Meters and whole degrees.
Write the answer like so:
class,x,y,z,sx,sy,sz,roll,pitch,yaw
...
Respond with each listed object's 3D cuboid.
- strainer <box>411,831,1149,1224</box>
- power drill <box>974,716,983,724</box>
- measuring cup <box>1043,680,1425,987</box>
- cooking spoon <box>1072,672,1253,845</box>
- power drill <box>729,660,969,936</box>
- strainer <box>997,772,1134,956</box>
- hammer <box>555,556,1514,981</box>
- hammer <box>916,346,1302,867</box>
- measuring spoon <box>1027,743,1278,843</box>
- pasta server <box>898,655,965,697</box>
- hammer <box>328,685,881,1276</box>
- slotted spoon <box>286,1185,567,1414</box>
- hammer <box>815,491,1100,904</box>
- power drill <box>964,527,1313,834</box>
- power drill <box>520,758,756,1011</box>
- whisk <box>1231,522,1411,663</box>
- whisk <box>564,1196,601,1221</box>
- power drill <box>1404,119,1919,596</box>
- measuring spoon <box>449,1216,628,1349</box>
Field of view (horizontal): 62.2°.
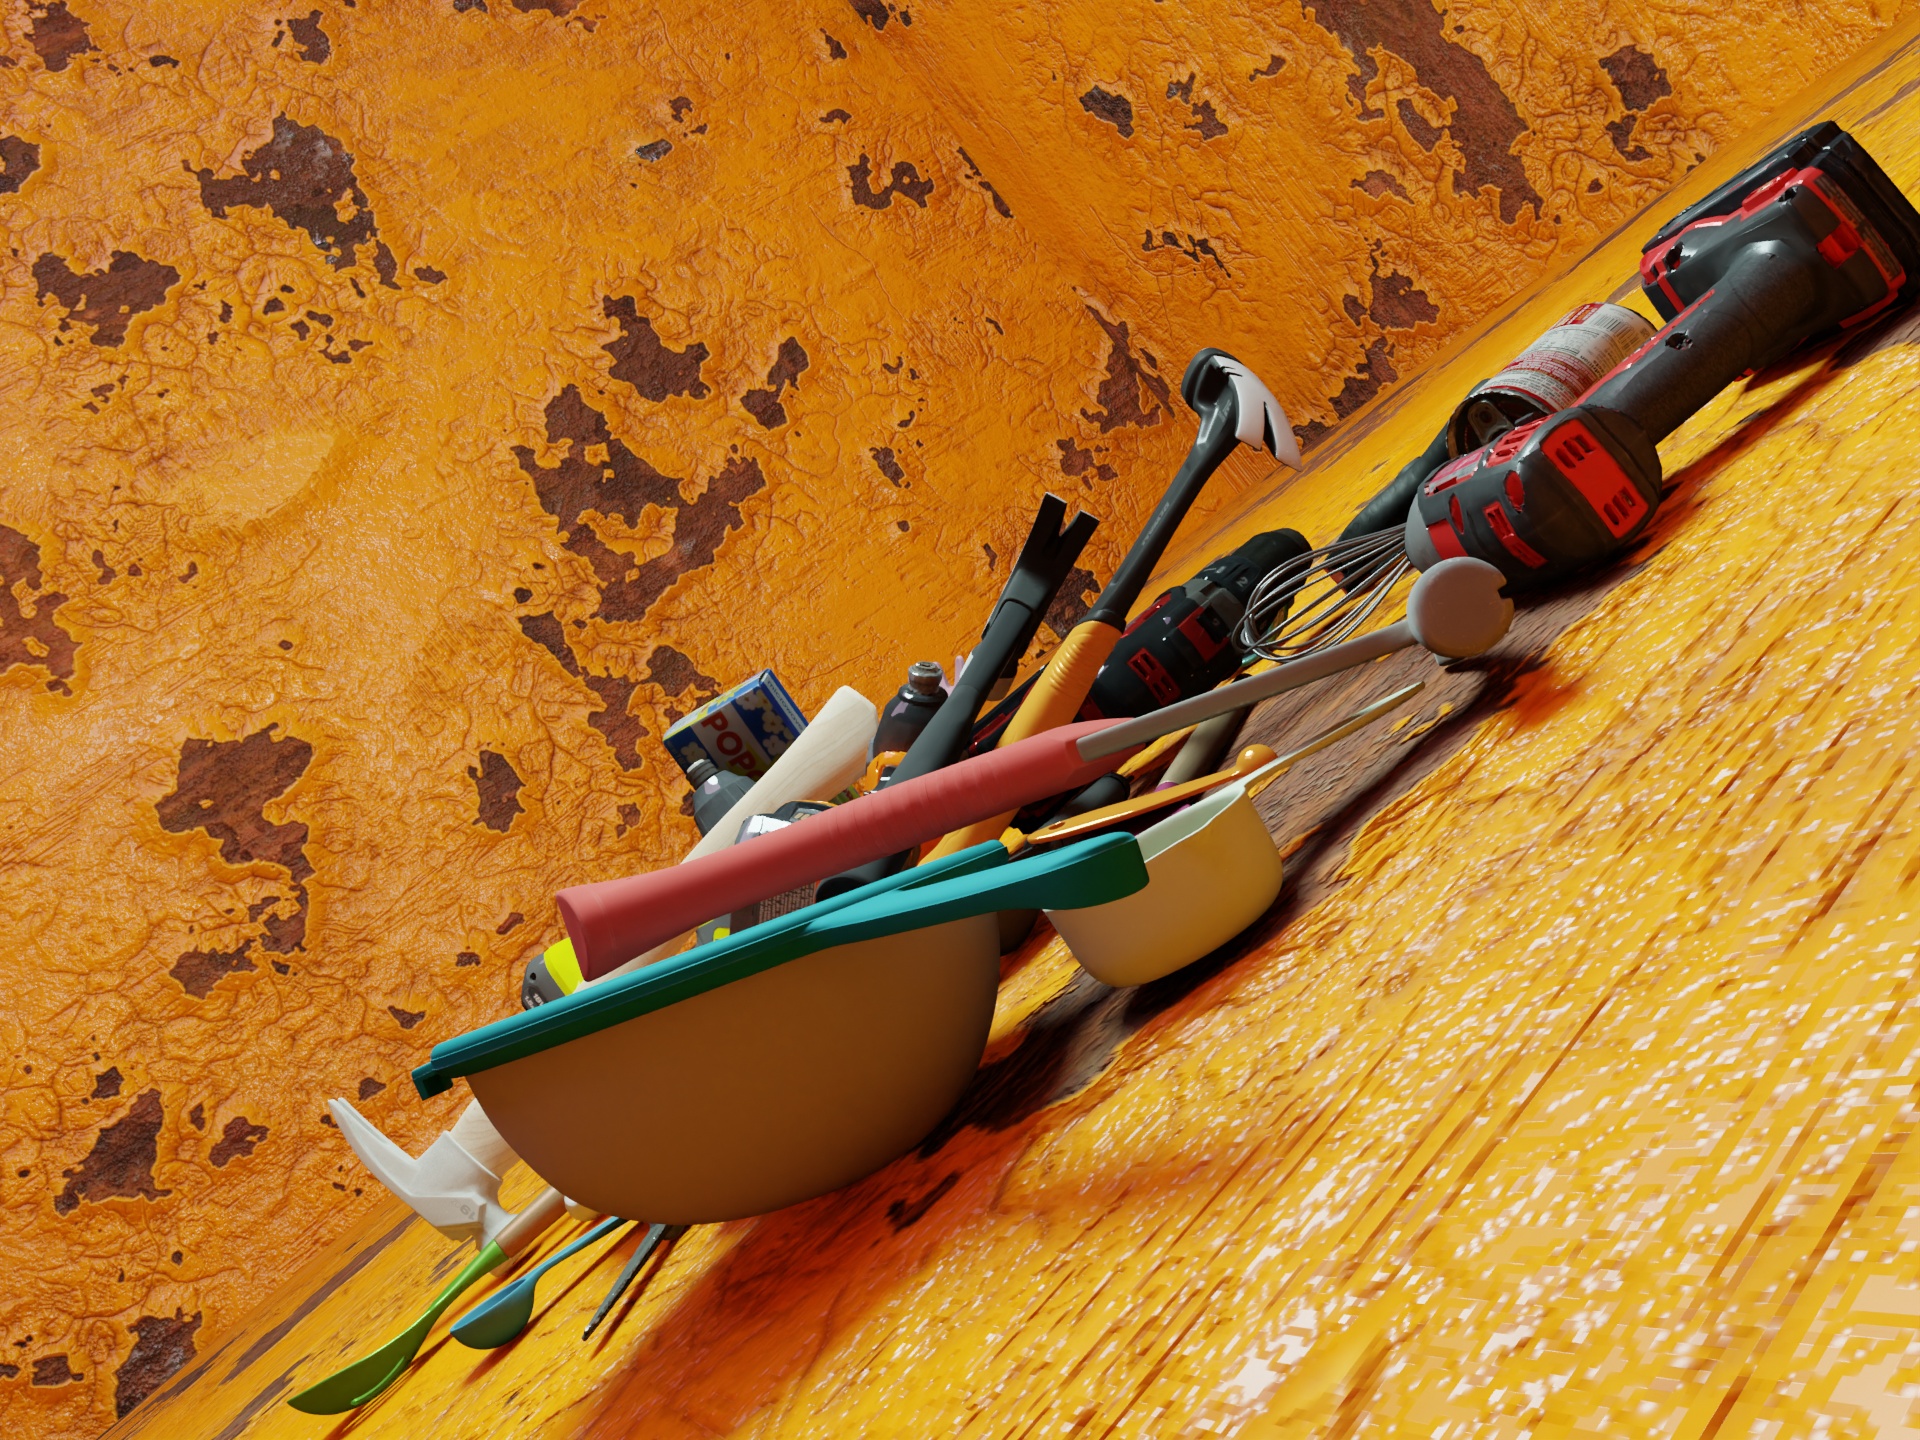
class,x,y,z,sx,sy,sz,roll,pitch,yaw
strainer,-0.036,0.105,0.506,0.211,0.095,0.340,-17,-4,-33
power drill,-0.016,0.071,1.157,0.228,0.080,0.190,-37,7,-9
measuring cup,0.104,0.036,0.532,0.167,0.038,0.083,-29,-2,-24
cooking spoon,0.107,0.028,0.763,0.069,0.017,0.319,-15,12,25
power drill,-0.055,0.066,0.934,0.226,0.084,0.164,-45,-36,-64
strainer,0.040,0.068,0.794,0.087,0.050,0.258,-36,-2,31
hammer,0.019,0.021,0.588,0.359,0.037,0.149,-21,-4,9
hammer,0.060,-0.023,0.808,0.336,0.034,0.127,-60,16,23
measuring spoon,0.084,0.032,0.704,0.117,0.011,0.021,-19,10,7
pasta server,-0.052,0.037,1.115,0.060,0.040,0.316,-13,21,25
hammer,-0.201,0.134,0.993,0.411,0.146,0.038,-50,-1,-13
slotted spoon,-0.242,0.285,0.913,0.314,0.031,0.070,-40,-8,-19
hammer,-0.001,-0.003,0.826,0.146,0.035,0.335,-63,-2,34
power drill,0.107,-0.027,0.974,0.188,0.080,0.226,-40,0,-28
power drill,-0.184,0.149,1.084,0.223,0.171,0.080,-42,-8,15
whisk,0.248,-0.104,0.856,0.239,0.055,0.055,-34,2,1
whisk,-0.136,0.202,0.845,0.246,0.059,0.058,-42,28,26
power drill,0.278,-0.135,0.659,0.219,0.078,0.143,-42,2,-10
measuring spoon,-0.185,0.265,0.773,0.128,0.021,0.042,-29,-3,-29
